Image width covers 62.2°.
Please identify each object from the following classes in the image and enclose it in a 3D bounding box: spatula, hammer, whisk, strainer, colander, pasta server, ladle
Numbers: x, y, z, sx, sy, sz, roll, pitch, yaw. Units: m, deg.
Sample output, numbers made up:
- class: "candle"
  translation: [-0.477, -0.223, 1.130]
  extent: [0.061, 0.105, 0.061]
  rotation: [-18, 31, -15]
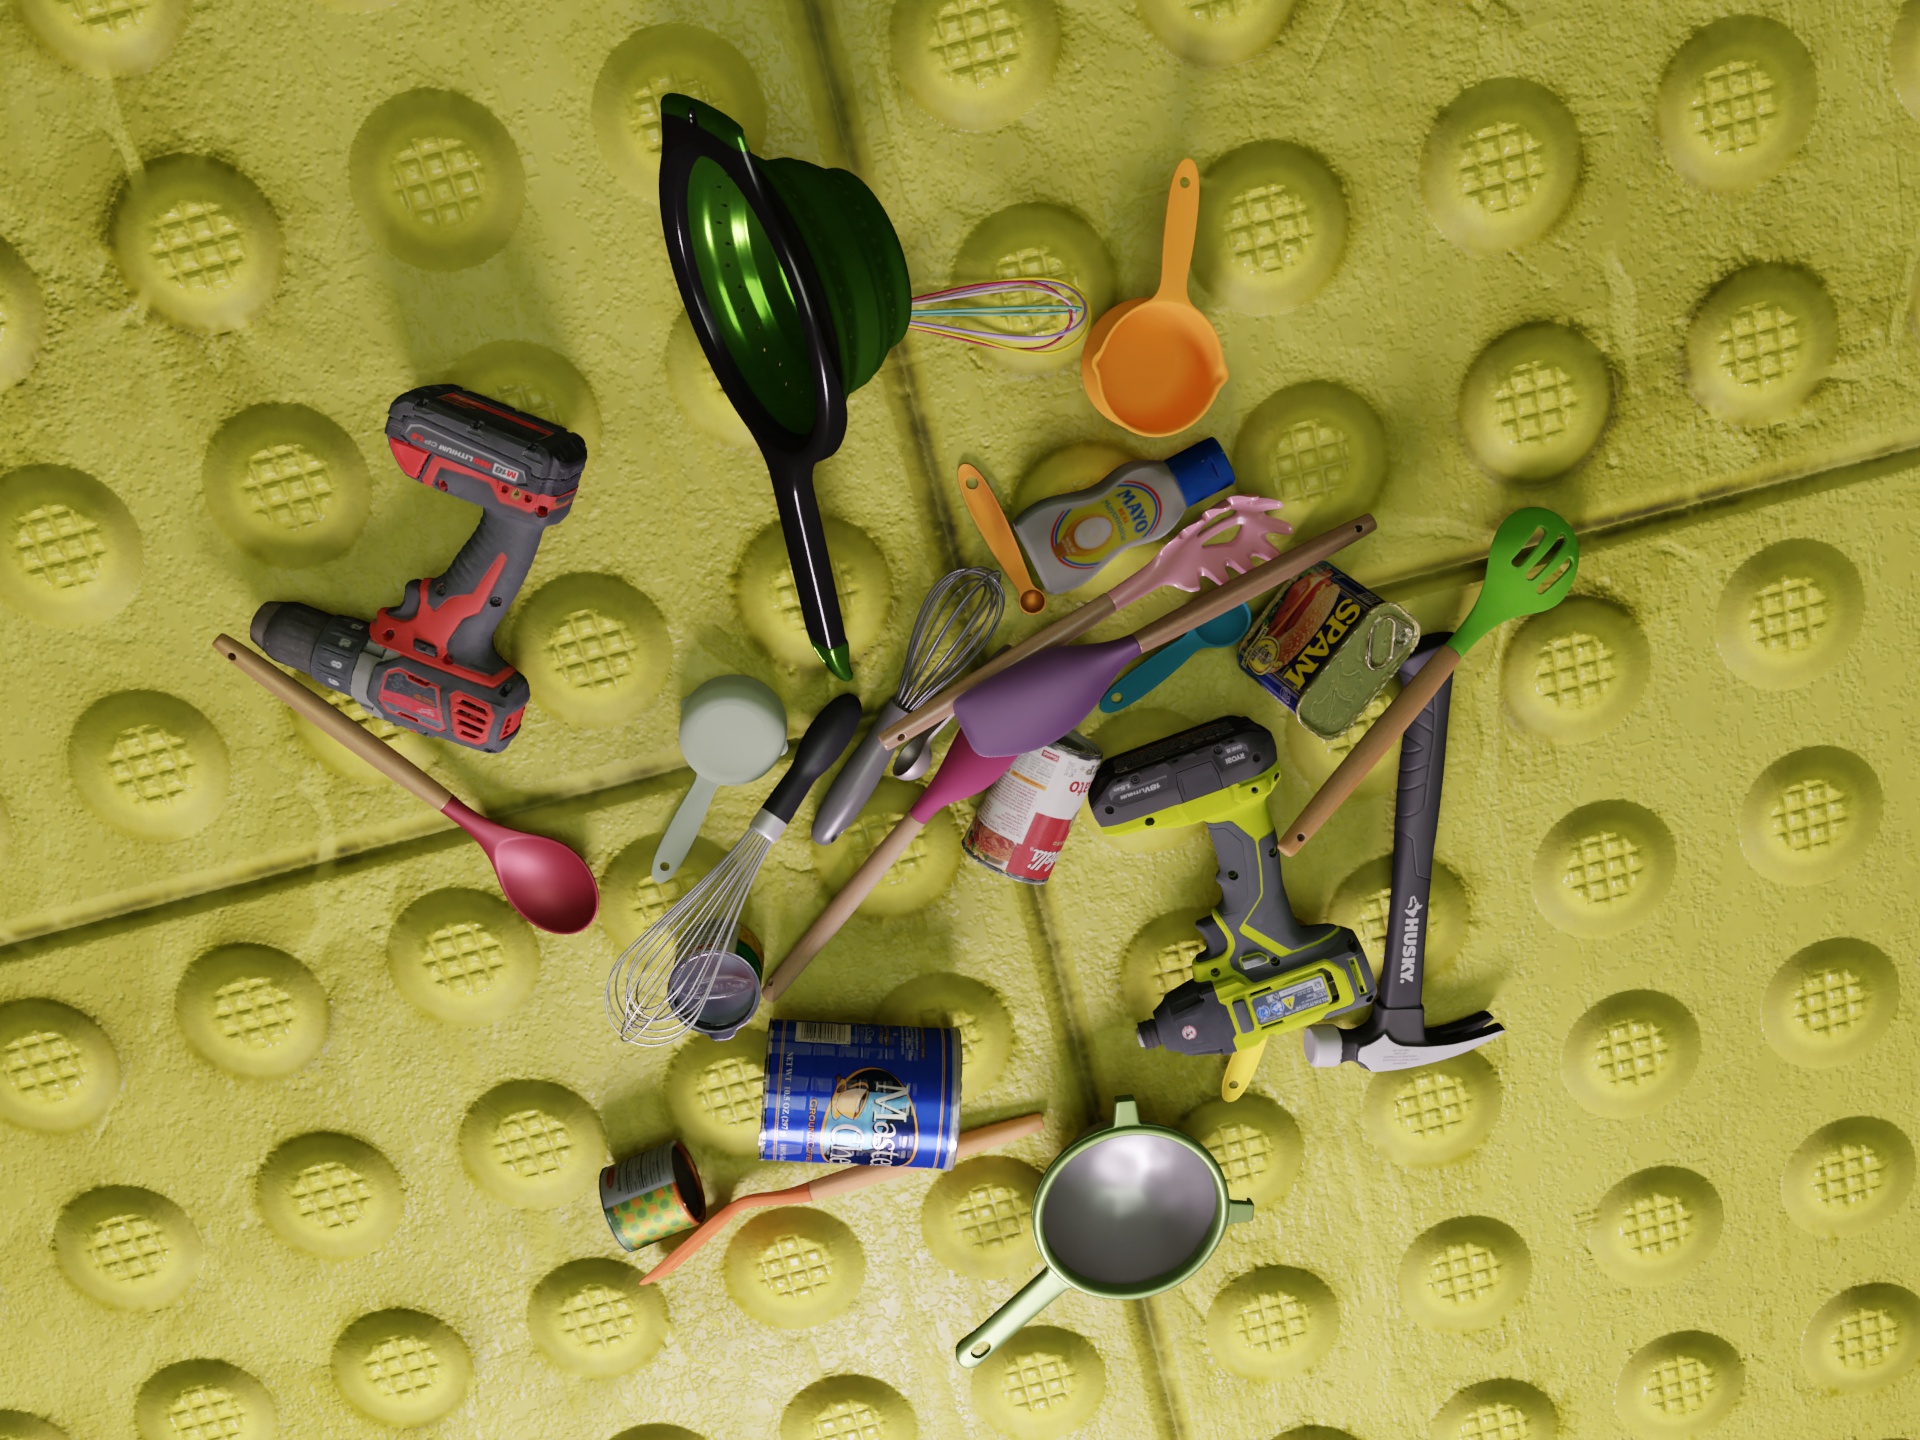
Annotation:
- class: "spatula"
  translation: [0.143, -0.062, 1.080]
  extent: [0.316, 0.018, 0.060]
  rotation: [-28, 94, -3]
- class: "spatula"
  translation: [-0.089, 0.361, 1.214]
  extent: [0.322, 0.081, 0.041]
  rotation: [-16, 74, -3]
- class: "hammer"
  translation: [0.339, 0.100, 1.170]
  extent: [0.146, 0.035, 0.334]
  rotation: [0, 105, -6]
- class: "whisk"
  translation: [-0.036, -0.264, 1.044]
  extent: [0.245, 0.051, 0.047]
  rotation: [-1, 112, 0]
- class: "strainer"
  translation: [0.088, 0.396, 1.223]
  extent: [0.151, 0.069, 0.256]
  rotation: [43, 100, -16]
- class: "colander"
  translation: [-0.083, -0.200, 1.003]
  extent: [0.094, 0.205, 0.396]
  rotation: [-27, 131, -20]
- class: "pasta server"
  translation: [0.083, -0.064, 1.087]
  extent: [0.316, 0.040, 0.060]
  rotation: [-32, 121, -4]
- class: "whisk"
  translation: [-0.152, 0.099, 1.099]
  extent: [0.070, 0.070, 0.284]
  rotation: [36, 79, -12]
- class: "ladle"
  translation: [-0.379, 0.043, 1.102]
  extent: [0.315, 0.031, 0.069]
  rotation: [40, 109, -18]
- class: "whisk"
  translation: [-0.041, -0.008, 1.114]
  extent: [0.055, 0.055, 0.239]
  rotation: [30, 106, -11]

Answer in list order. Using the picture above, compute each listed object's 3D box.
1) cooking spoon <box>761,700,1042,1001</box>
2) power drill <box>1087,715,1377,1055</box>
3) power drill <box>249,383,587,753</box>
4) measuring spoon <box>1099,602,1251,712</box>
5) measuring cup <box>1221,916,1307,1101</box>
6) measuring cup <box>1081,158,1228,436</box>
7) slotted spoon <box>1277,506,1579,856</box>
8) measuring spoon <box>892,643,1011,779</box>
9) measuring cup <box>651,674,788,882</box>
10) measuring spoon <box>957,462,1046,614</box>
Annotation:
- class: "cooking spoon"
  translation: [-0.046, 0.088, 1.139]
  extent: [0.017, 0.069, 0.319]
  rotation: [25, 111, -40]
- class: "power drill"
  translation: [0.179, 0.124, 1.131]
  extent: [0.171, 0.080, 0.223]
  rotation: [-20, 98, 5]
- class: "power drill"
  translation: [-0.358, -0.104, 1.052]
  extent: [0.188, 0.080, 0.226]
  rotation: [21, 108, -2]
- class: "measuring spoon"
  translation: [0.149, -0.049, 1.132]
  extent: [0.128, 0.021, 0.042]
  rotation: [-38, 110, 17]
- class: "measuring cup"
  translation: [0.226, 0.217, 1.204]
  extent: [0.062, 0.029, 0.156]
  rotation: [15, 108, -7]
- class: "measuring cup"
  translation: [0.128, -0.275, 1.039]
  extent: [0.095, 0.052, 0.173]
  rotation: [2, 105, -16]
- class: "slotted spoon"
  translation: [0.323, -0.026, 1.094]
  extent: [0.070, 0.031, 0.314]
  rotation: [43, 84, -10]
- class: "measuring spoon"
  translation: [-0.002, -0.004, 1.127]
  extent: [0.018, 0.034, 0.124]
  rotation: [39, 96, -23]
- class: "measuring cup"
  translation: [-0.180, 0.048, 1.123]
  extent: [0.083, 0.038, 0.167]
  rotation: [26, 101, -10]
- class: "measuring spoon"
  translation: [0.028, -0.126, 1.104]
  extent: [0.021, 0.011, 0.117]
  rotation: [-25, 103, 16]
